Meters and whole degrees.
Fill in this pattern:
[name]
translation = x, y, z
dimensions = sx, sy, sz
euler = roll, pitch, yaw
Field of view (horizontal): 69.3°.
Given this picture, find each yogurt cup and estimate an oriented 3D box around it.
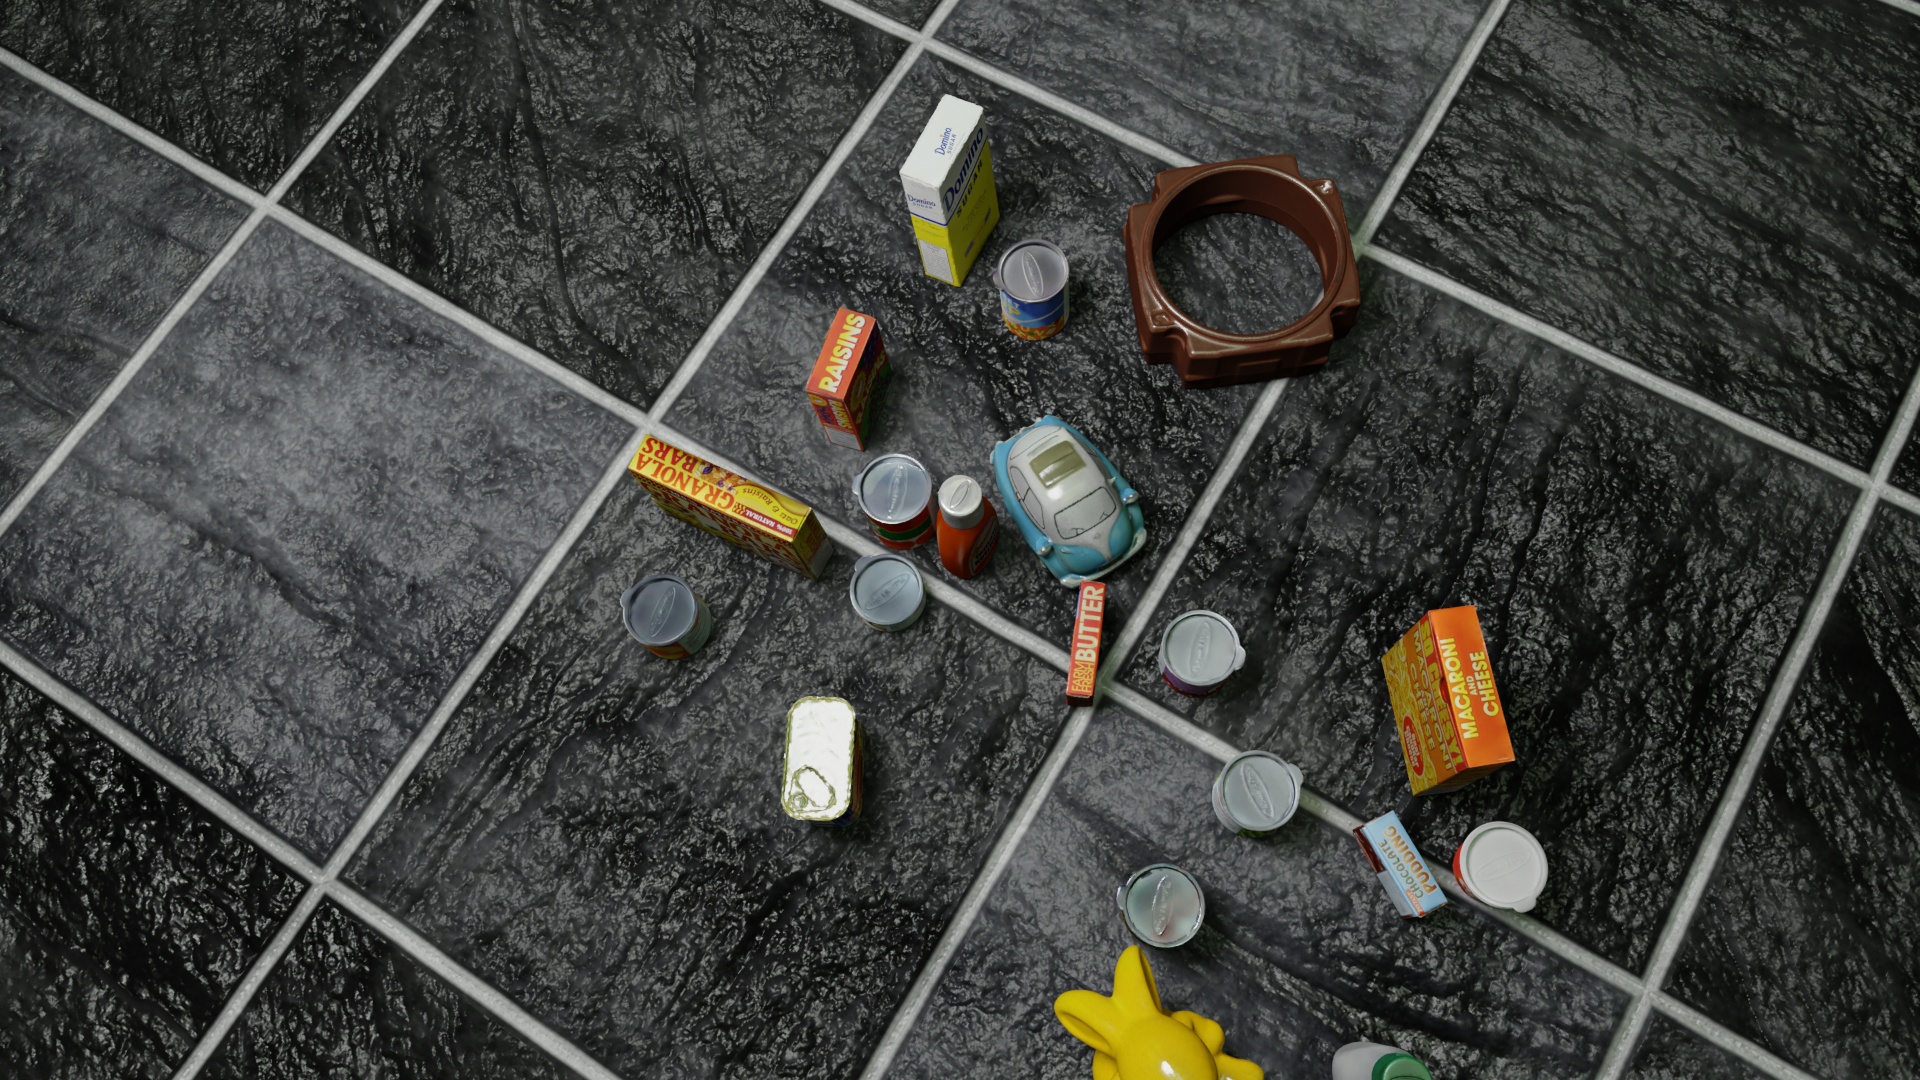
[yogurt cup]
translation = 0.435, 0.266, 1.130
dimensions = 0.072, 0.053, 0.072
euler = -1, 72, 4

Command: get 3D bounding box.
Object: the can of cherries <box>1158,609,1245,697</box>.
[can of cherries]
translation = 0.208, 0.100, 1.200
dimensions = 0.071, 0.058, 0.071
euler = -1, 72, 4

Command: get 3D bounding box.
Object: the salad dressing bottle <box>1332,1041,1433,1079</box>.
[salad dressing bottle]
translation = 0.319, 0.403, 1.044
dimensions = 0.064, 0.147, 0.044
euler = 1, 72, 5

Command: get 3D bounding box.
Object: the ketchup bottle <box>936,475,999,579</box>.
[ketchup bottle]
translation = 0.004, -0.015, 1.207
dimensions = 0.043, 0.148, 0.065
euler = 28, 77, 13

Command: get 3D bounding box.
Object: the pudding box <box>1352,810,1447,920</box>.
[pudding box]
translation = 0.359, 0.266, 1.138
dimensions = 0.030, 0.049, 0.084
euler = -27, 72, -4

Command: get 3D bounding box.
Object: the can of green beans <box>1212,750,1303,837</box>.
[can of green beans]
translation = 0.246, 0.213, 1.160
dimensions = 0.071, 0.057, 0.071
euler = -1, 72, 4

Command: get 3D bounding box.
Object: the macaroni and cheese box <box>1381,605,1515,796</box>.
[macaroni and cheese box]
translation = 0.387, 0.133, 1.118
dimensions = 0.040, 0.166, 0.124
euler = -9, 72, 2

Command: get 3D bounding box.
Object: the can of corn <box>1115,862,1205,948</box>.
[can of corn]
translation = 0.162, 0.299, 1.138
dimensions = 0.071, 0.058, 0.071
euler = -1, 72, 4

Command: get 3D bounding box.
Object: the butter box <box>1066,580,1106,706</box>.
[butter box]
translation = 0.110, 0.091, 1.213
dimensions = 0.024, 0.053, 0.104
euler = 7, 73, 7

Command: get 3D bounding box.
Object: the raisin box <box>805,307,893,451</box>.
[raisin box]
translation = -0.100, -0.146, 1.271
dimensions = 0.040, 0.123, 0.086
euler = 18, 74, 10

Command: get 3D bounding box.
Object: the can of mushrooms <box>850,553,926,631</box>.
[can of mushrooms]
translation = -0.066, 0.046, 1.253
dimensions = 0.071, 0.033, 0.071
euler = -1, 72, 4

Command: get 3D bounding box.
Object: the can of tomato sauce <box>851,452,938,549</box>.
[can of tomato sauce]
translation = -0.057, -0.034, 1.252
dimensions = 0.071, 0.083, 0.071
euler = -1, 72, 4

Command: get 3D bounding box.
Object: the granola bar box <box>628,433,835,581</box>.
[granola bar box]
translation = -0.202, -0.026, 1.239
dimensions = 0.166, 0.124, 0.039
euler = 24, 76, 12

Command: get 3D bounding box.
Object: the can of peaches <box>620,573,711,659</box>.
[can of peaches]
translation = -0.264, 0.068, 1.248
dimensions = 0.071, 0.058, 0.071
euler = -1, 72, 4

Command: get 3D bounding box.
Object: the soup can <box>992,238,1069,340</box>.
[soup can]
translation = 0.067, -0.234, 1.308
dimensions = 0.071, 0.083, 0.071
euler = -1, 72, 4
